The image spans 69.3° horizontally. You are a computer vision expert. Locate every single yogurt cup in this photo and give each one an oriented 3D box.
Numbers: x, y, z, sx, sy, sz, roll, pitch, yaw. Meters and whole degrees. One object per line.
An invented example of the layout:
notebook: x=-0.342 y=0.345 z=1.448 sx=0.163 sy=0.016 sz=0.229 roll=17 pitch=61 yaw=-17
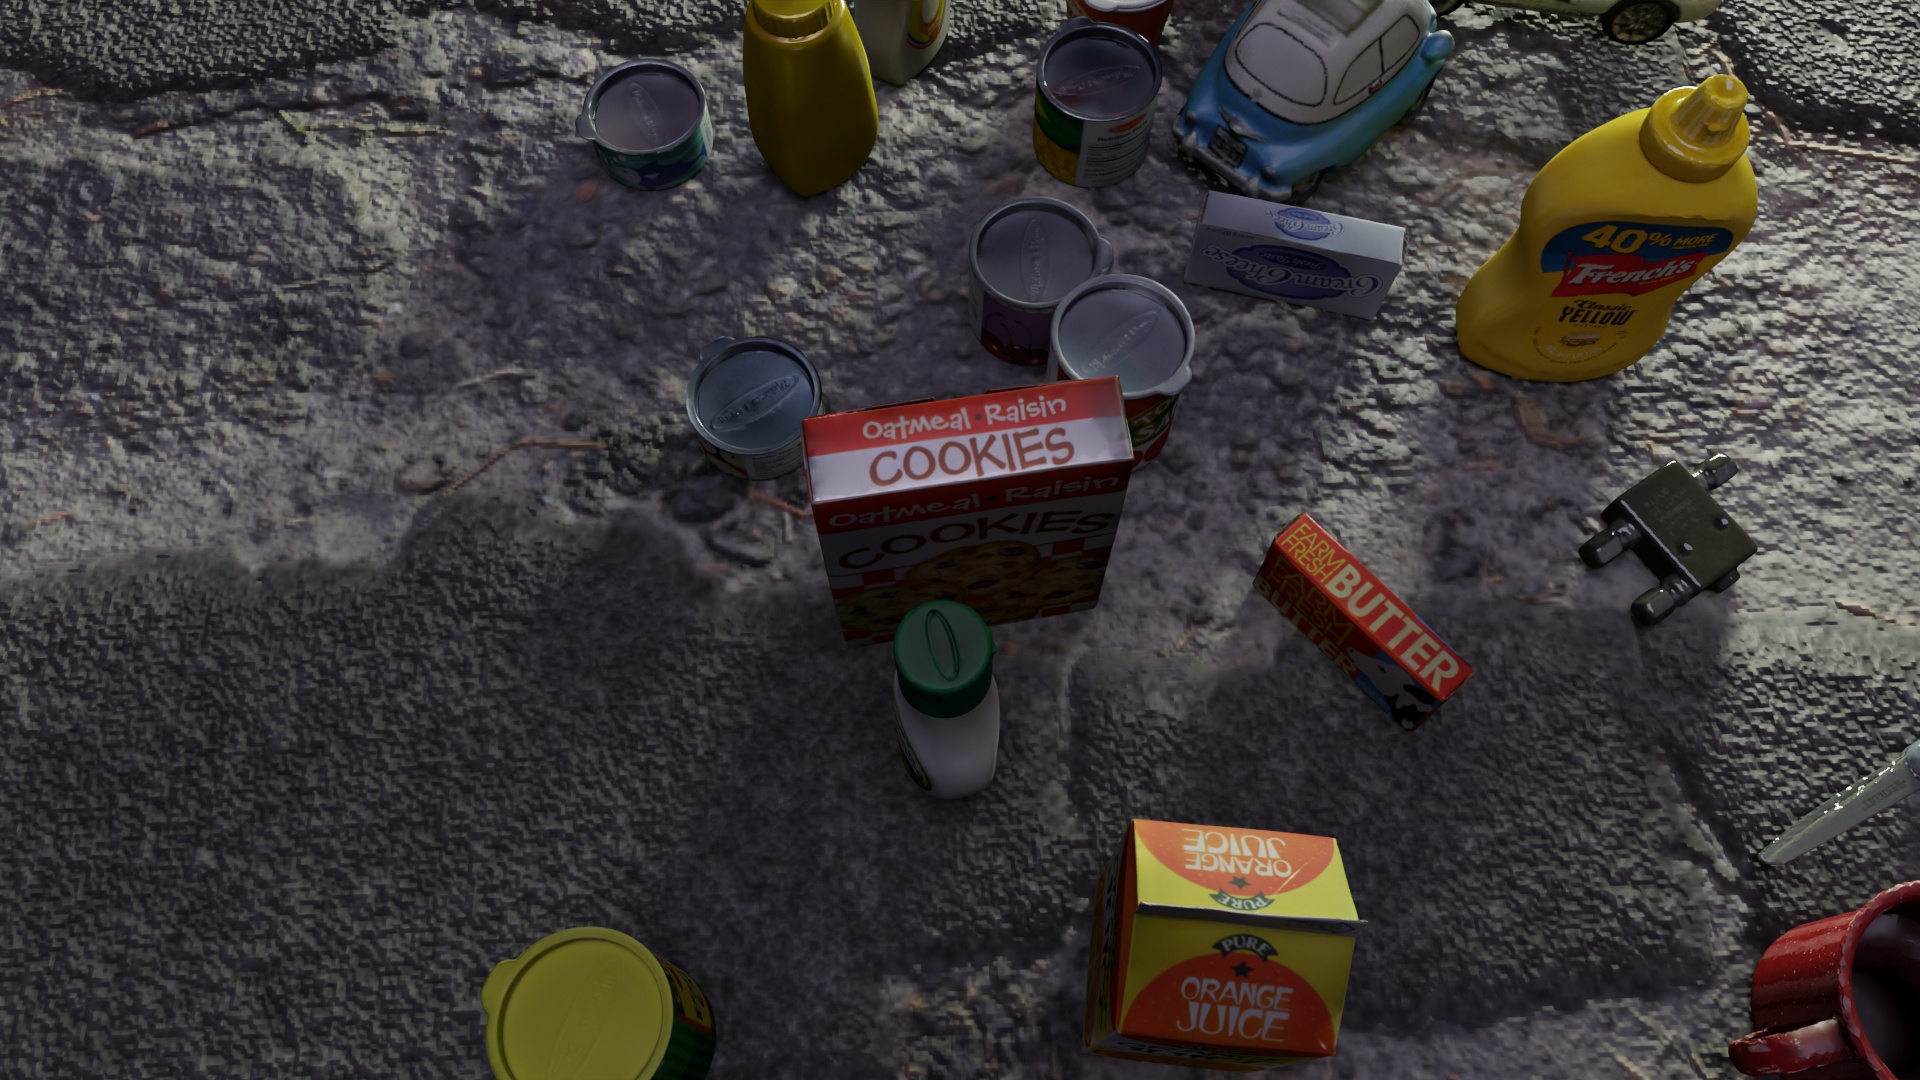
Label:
yogurt cup: x=0.090 y=-0.308 z=0.785 sx=0.072 sy=0.053 sz=0.072 roll=0 pitch=67 yaw=0

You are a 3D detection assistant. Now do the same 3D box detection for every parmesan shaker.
parmesan shaker: x=-0.138 y=0.190 z=0.541 sx=0.071 sy=0.102 sz=0.071 roll=0 pitch=67 yaw=0

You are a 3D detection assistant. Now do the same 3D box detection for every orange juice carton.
orange juice carton: x=0.089 y=0.151 z=0.510 sx=0.072 sy=0.192 sz=0.073 roll=6 pitch=67 yaw=2

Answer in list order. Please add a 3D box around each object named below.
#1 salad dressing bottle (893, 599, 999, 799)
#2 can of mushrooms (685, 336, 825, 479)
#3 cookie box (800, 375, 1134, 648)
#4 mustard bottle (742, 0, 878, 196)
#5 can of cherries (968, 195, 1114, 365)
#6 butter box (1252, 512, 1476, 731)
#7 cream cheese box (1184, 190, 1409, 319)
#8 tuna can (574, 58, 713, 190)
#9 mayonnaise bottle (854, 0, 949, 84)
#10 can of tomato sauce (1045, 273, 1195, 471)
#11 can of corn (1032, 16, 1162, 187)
salad dressing bottle: x=-0.006 y=0.065 z=0.571 sx=0.044 sy=0.147 sz=0.064 roll=-14 pitch=68 yaw=-6
can of mushrooms: x=-0.102 y=-0.067 z=0.691 sx=0.071 sy=0.033 sz=0.071 roll=0 pitch=67 yaw=0
cookie box: x=0.002 y=-0.007 z=0.592 sx=0.123 sy=0.166 sz=0.040 roll=-9 pitch=67 yaw=-4
mustard bottle: x=-0.078 y=-0.241 z=0.698 sx=0.065 sy=0.159 sz=0.049 roll=-36 pitch=72 yaw=-14
can of cherries: x=0.039 y=-0.130 z=0.705 sx=0.071 sy=0.058 sz=0.072 roll=0 pitch=67 yaw=0
butter box: x=0.181 y=0.038 z=0.635 sx=0.024 sy=0.053 sz=0.103 roll=-39 pitch=72 yaw=-15
cream cheese box: x=0.171 y=-0.146 z=0.715 sx=0.104 sy=0.053 sz=0.024 roll=12 pitch=67 yaw=5
tuna can: x=-0.172 y=-0.226 z=0.760 sx=0.071 sy=0.032 sz=0.071 roll=0 pitch=67 yaw=0
mayonnaise bottle: x=-0.033 y=-0.314 z=0.736 sx=0.041 sy=0.147 sz=0.065 roll=29 pitch=70 yaw=11
can of tomato sauce: x=0.075 y=-0.076 z=0.668 sx=0.071 sy=0.082 sz=0.071 roll=0 pitch=67 yaw=0
can of corn: x=0.072 y=-0.236 z=0.752 sx=0.071 sy=0.058 sz=0.071 roll=0 pitch=67 yaw=0
